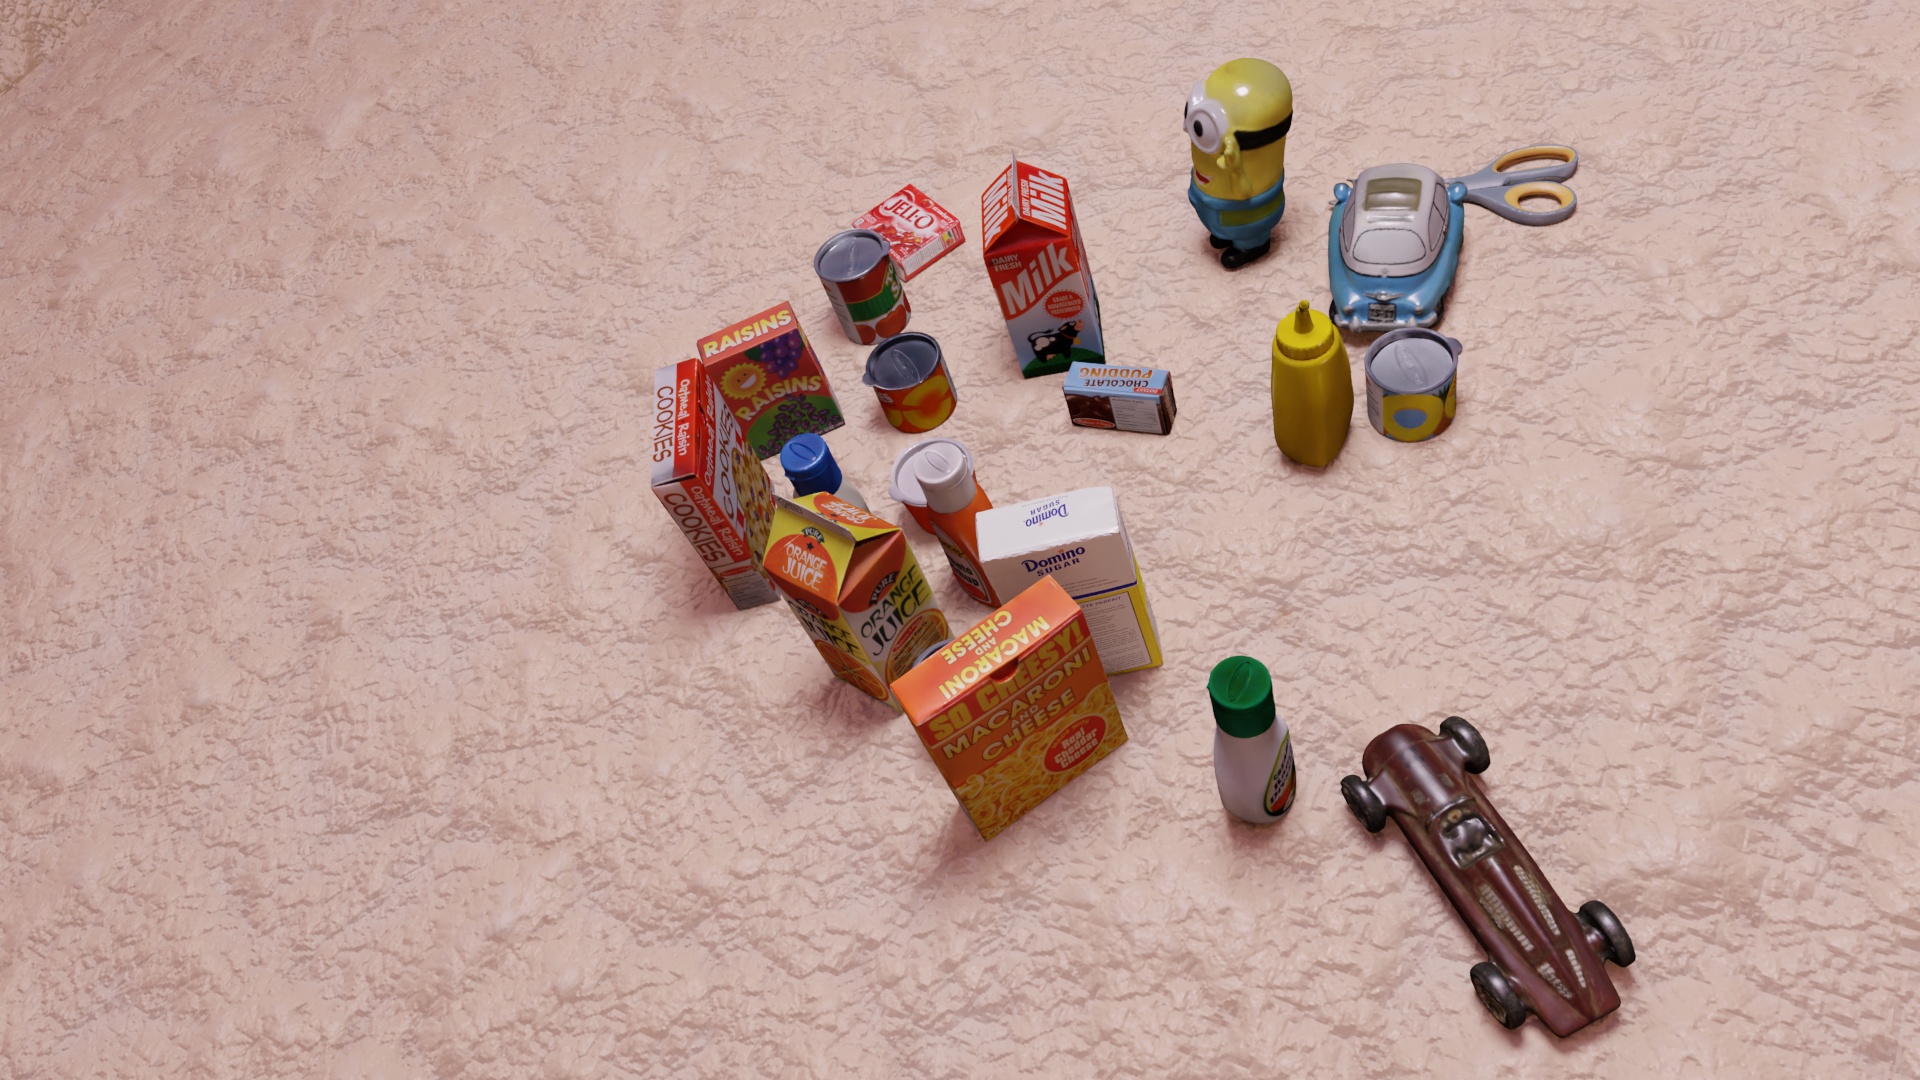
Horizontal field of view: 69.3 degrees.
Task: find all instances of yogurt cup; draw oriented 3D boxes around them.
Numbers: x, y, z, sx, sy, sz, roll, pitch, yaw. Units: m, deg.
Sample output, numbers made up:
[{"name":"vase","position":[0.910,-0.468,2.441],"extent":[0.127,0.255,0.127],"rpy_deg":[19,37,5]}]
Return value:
[{"name":"yogurt cup","position":[-0.016,-0.040,1.104],"extent":[0.072,0.053,0.073],"rpy_deg":[-9,52,12]}]

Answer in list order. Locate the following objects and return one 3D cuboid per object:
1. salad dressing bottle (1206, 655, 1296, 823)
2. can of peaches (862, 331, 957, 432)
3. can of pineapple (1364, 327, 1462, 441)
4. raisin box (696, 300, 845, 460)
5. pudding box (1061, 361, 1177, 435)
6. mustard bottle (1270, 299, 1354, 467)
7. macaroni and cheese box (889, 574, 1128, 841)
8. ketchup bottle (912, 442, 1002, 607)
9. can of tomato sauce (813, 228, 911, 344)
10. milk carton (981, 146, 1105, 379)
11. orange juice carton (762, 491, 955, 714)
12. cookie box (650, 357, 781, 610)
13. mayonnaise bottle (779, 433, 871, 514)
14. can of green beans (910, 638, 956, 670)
[{"name":"salad dressing bottle","position":[0.179,0.123,0.856],"extent":[0.044,0.147,0.064],"rpy_deg":[14,60,27]},{"name":"can of peaches","position":[-0.043,-0.133,1.180],"extent":[0.071,0.057,0.071],"rpy_deg":[-9,52,12]},{"name":"can of pineapple","position":[0.340,-0.117,1.042],"extent":[0.071,0.057,0.071],"rpy_deg":[-9,52,12]},{"name":"raisin box","position":[-0.159,-0.134,1.177],"extent":[0.086,0.123,0.040],"rpy_deg":[-23,51,1]},{"name":"pudding box","position":[0.128,-0.114,1.115],"extent":[0.084,0.049,0.030],"rpy_deg":[8,57,23]},{"name":"mustard bottle","position":[0.253,-0.121,1.008],"extent":[0.049,0.159,0.065],"rpy_deg":[20,63,30]},{"name":"macaroni and cheese box","position":[0.037,0.113,0.899],"extent":[0.124,0.165,0.040],"rpy_deg":[-35,51,-9]},{"name":"ketchup bottle","position":[0.004,-0.013,1.016],"extent":[0.043,0.148,0.065],"rpy_deg":[-40,53,-13]},{"name":"can of tomato sauce","position":[-0.085,-0.228,1.249],"extent":[0.071,0.082,0.071],"rpy_deg":[-9,52,12]},{"name":"milk carton","position":[0.064,-0.224,1.128],"extent":[0.073,0.189,0.073],"rpy_deg":[-10,52,12]},{"name":"orange juice carton","position":[-0.073,0.035,0.976],"extent":[0.072,0.191,0.073],"rpy_deg":[26,66,32]},{"name":"cookie box","position":[-0.189,-0.043,1.089],"extent":[0.040,0.166,0.123],"rpy_deg":[-15,51,8]},{"name":"mayonnaise bottle","position":[-0.094,-0.022,1.055],"extent":[0.065,0.147,0.041],"rpy_deg":[30,68,34]},{"name":"can of green beans","position":[0.002,0.112,0.981],"extent":[0.071,0.057,0.071],"rpy_deg":[-9,52,12]}]
